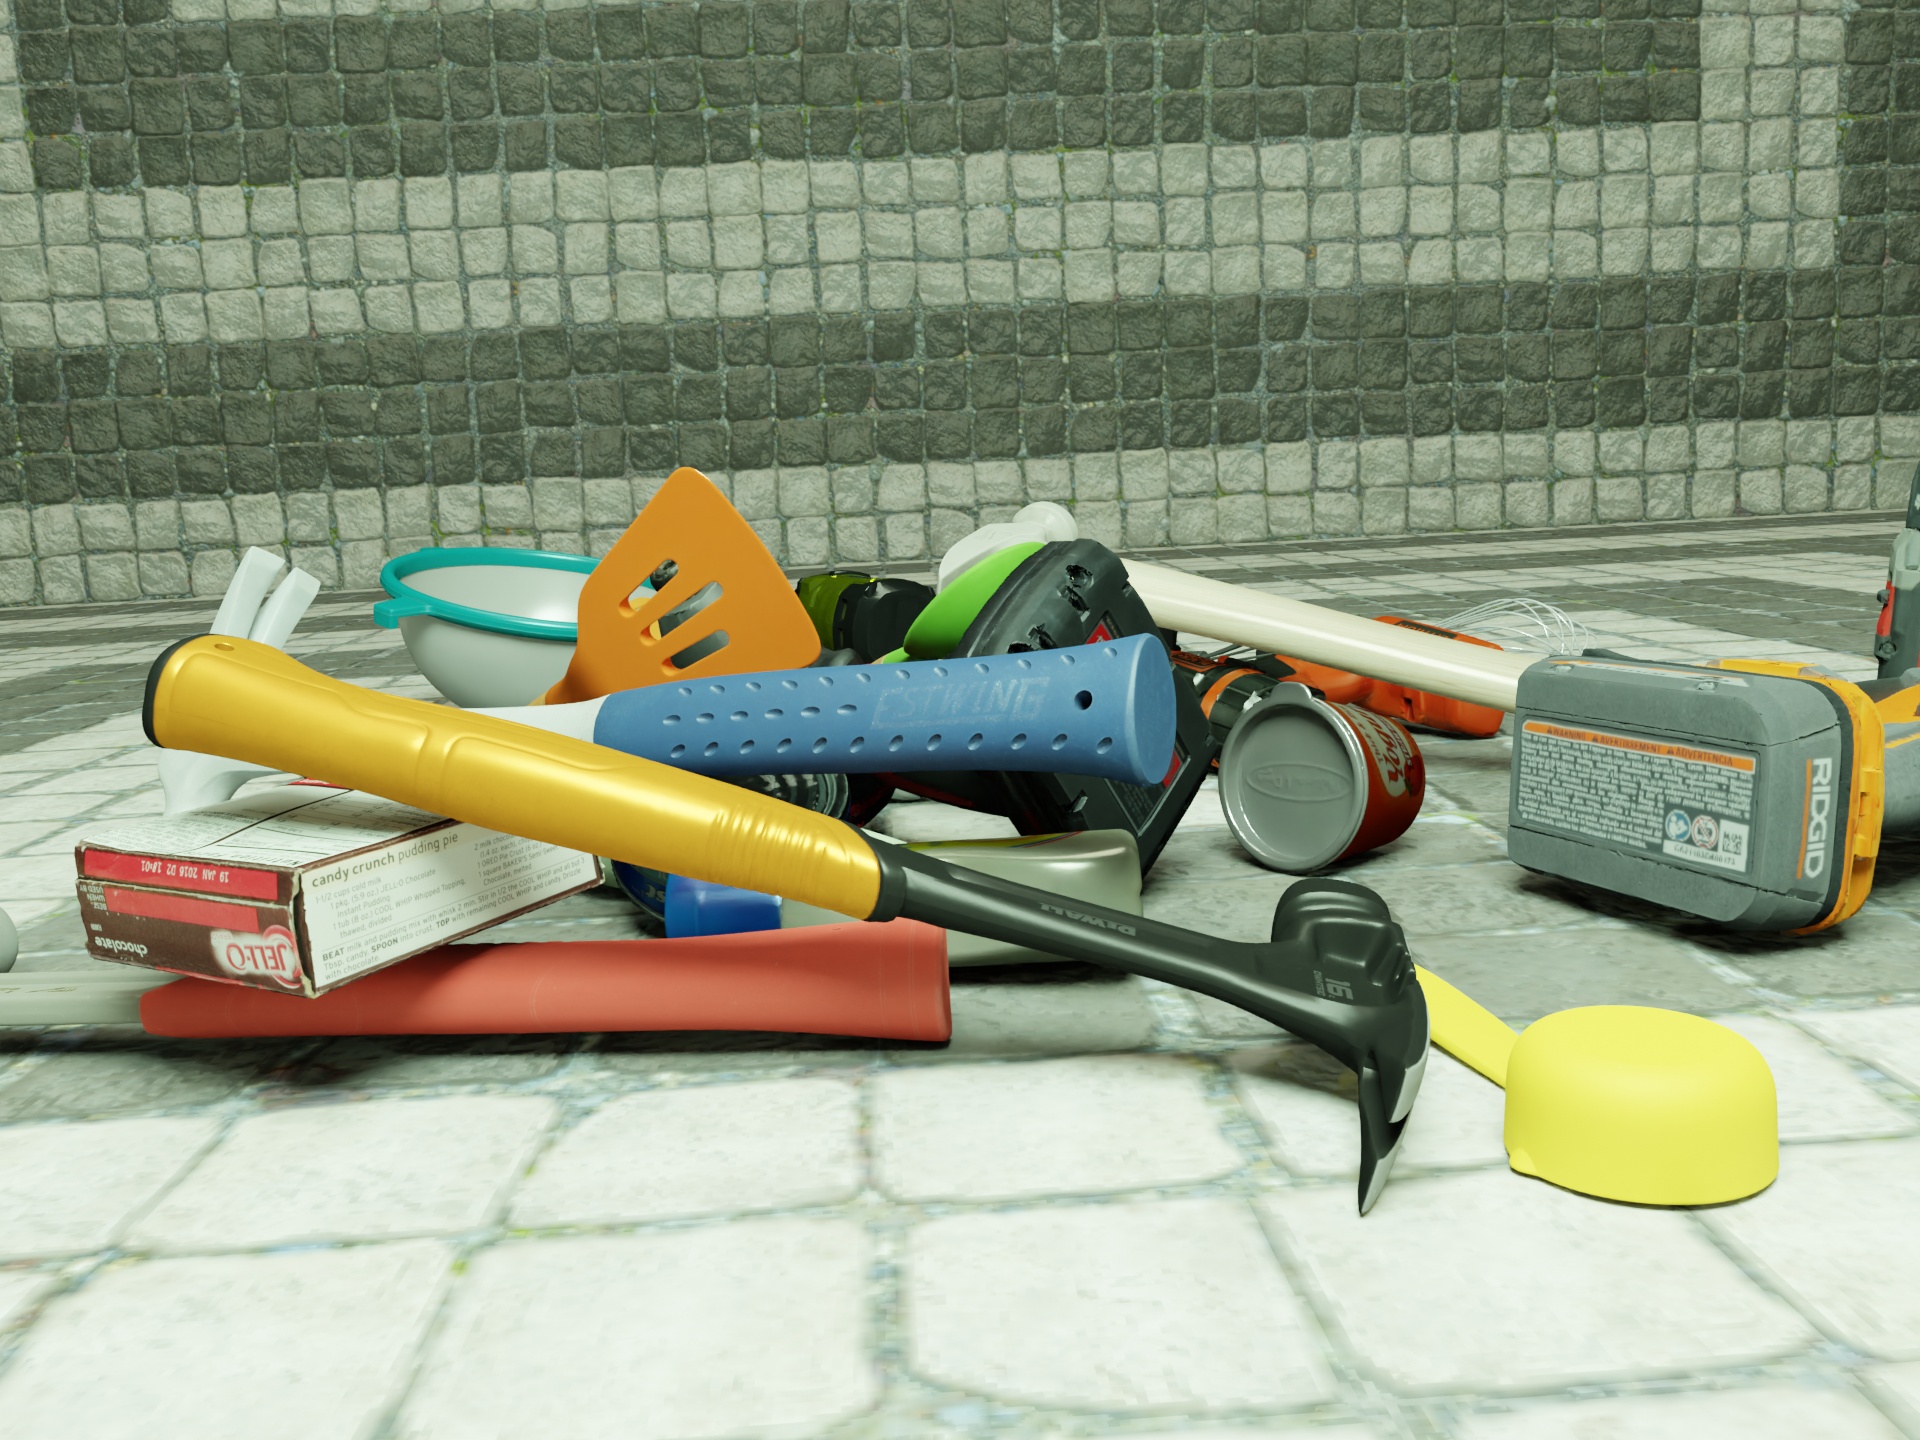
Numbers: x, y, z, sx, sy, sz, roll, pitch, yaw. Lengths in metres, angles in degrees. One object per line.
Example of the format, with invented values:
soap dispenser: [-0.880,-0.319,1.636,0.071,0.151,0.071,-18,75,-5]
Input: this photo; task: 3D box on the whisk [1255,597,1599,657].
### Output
whisk: [0.288,-0.044,1.030,0.070,0.070,0.285,-8,6,-28]

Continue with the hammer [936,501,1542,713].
hammer: [0.189,-0.031,0.748,0.411,0.038,0.146,15,26,19]

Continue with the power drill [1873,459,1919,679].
power drill: [0.515,-0.062,0.665,0.227,0.188,0.080,6,13,25]

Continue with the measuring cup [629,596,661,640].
measuring cup: [-0.157,-0.024,0.908,0.095,0.052,0.174,-25,30,-15]

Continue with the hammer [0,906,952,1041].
hammer: [-0.182,0.080,0.452,0.359,0.036,0.149,-2,9,7]

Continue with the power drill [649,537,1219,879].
power drill: [-0.025,-0.008,0.611,0.220,0.143,0.078,4,48,44]

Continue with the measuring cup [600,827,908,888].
measuring cup: [-0.080,0.052,0.621,0.167,0.038,0.083,14,17,18]

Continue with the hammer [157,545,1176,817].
hammer: [-0.125,-0.002,0.531,0.405,0.144,0.035,-2,-20,28]

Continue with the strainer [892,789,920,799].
strainer: [-0.001,-0.002,0.706,0.087,0.050,0.258,-9,-10,-24]

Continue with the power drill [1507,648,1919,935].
power drill: [0.309,0.016,0.568,0.226,0.084,0.164,-2,8,-23]

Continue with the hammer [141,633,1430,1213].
hammer: [-0.051,0.035,0.403,0.337,0.034,0.127,14,15,6]

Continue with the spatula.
spatula: [-0.166,-0.005,0.658,0.041,0.081,0.322,-41,9,-36]

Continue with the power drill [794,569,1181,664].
power drill: [0.009,-0.057,0.993,0.223,0.080,0.171,3,6,-25]

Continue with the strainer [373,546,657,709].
strainer: [-0.209,-0.038,1.056,0.340,0.095,0.211,8,15,-12]

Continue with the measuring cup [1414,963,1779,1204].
measuring cup: [0.140,0.074,0.401,0.062,0.029,0.157,-5,11,-12]

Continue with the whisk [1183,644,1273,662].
whisk: [0.159,-0.038,1.052,0.239,0.055,0.055,-1,9,35]

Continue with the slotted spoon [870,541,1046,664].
slotted spoon: [-0.038,-0.019,0.761,0.070,0.031,0.314,-25,-2,-27]
